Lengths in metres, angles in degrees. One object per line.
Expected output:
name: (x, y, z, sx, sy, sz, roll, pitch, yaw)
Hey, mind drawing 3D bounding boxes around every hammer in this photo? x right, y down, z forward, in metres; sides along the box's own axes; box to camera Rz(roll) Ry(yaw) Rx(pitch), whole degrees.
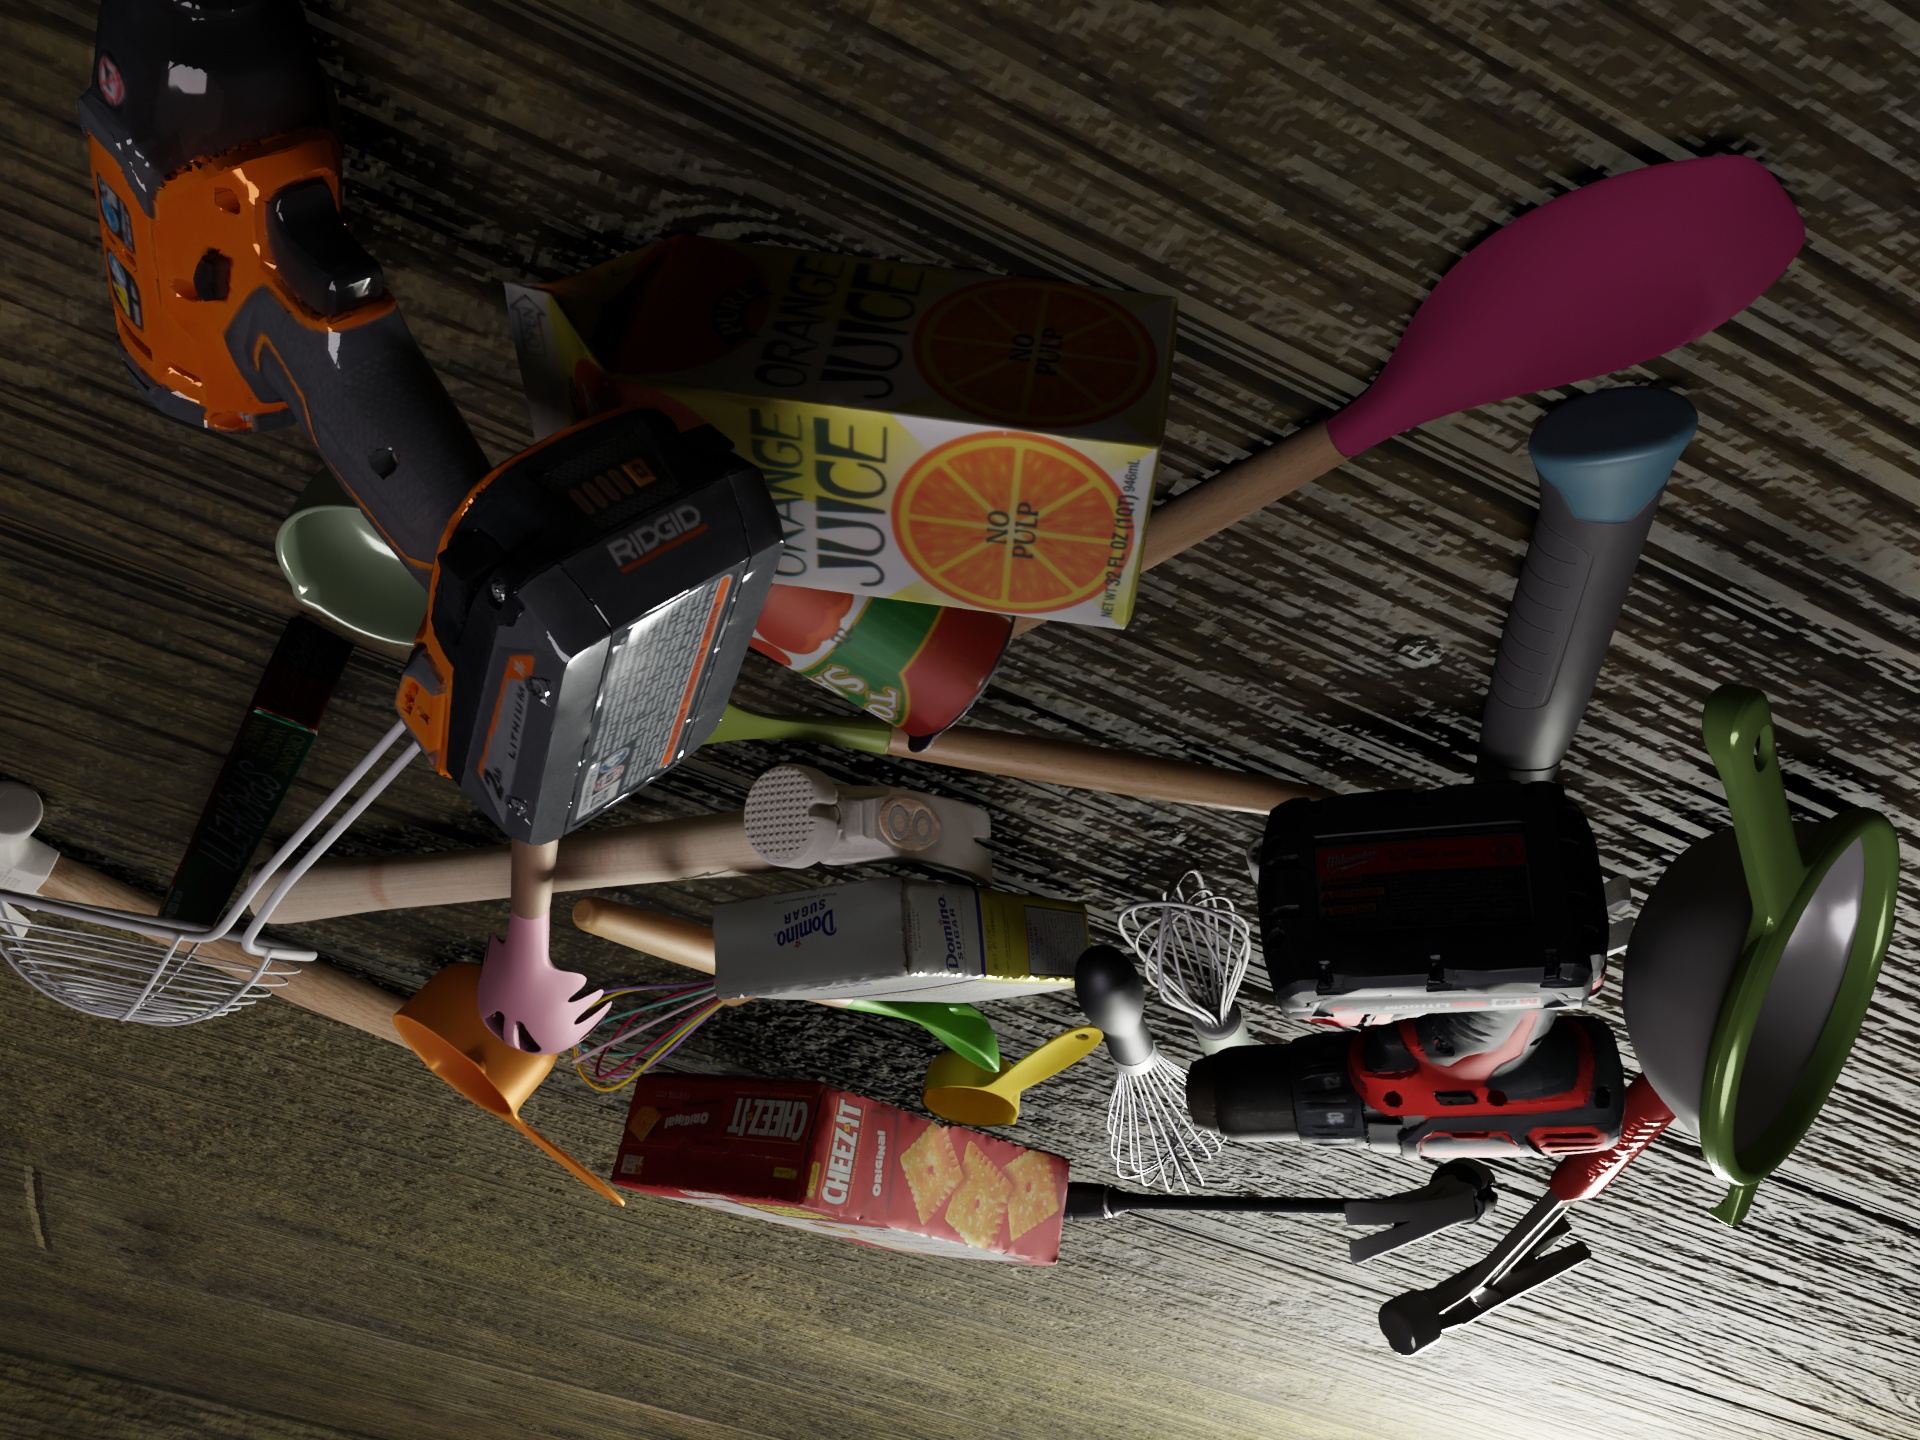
hammer: (0.333, 0.221, 0.814, 0.149, 0.037, 0.358, -17, 143, -24)
hammer: (-0.414, 0.138, 0.922, 0.331, 0.031, 0.130, 32, 139, -28)
hammer: (0.104, 0.297, 0.972, 0.409, 0.036, 0.149, -11, 169, 34)
hammer: (0.205, 0.010, 0.586, 0.128, 0.033, 0.330, 4, 144, 10)
hammer: (-0.183, 0.069, 0.745, 0.411, 0.038, 0.146, -8, 166, 32)

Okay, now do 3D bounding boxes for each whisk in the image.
whisk: (0.123, 0.142, 0.779, 0.059, 0.058, 0.246, 2, 149, 20)
whisk: (0.090, 0.177, 0.800, 0.070, 0.070, 0.284, -1, 149, 15)
whisk: (-0.138, 0.155, 0.866, 0.245, 0.047, 0.051, -27, 129, 37)

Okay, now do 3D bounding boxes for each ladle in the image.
ladle: (-0.001, -0.002, 0.623, 0.320, 0.062, 0.078, 9, 166, -11)

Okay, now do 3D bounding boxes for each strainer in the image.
strainer: (0.275, 0.065, 0.582, 0.069, 0.151, 0.256, 21, 156, 44)

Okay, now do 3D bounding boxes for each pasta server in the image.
pasta server: (-0.163, 0.051, 0.620, 0.060, 0.040, 0.316, 25, 138, 4)

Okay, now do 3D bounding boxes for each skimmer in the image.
skimmer: (-0.239, 0.009, 0.605, 0.363, 0.090, 0.127, -40, 142, 22)

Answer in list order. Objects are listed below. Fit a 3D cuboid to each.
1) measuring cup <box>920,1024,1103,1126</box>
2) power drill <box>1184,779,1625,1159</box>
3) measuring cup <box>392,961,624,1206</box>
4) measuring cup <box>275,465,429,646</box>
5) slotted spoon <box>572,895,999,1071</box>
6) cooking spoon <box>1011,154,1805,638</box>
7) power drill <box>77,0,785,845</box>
measuring cup: (0.032, 0.187, 0.881, 0.062, 0.029, 0.156, 26, 139, -20)
power drill: (0.172, 0.120, 0.649, 0.188, 0.080, 0.226, -6, 144, 17)
measuring cup: (-0.244, 0.208, 0.917, 0.173, 0.052, 0.095, 46, 148, -14)
measuring cup: (-0.187, -0.040, 0.615, 0.083, 0.038, 0.167, -9, 142, 24)
slotted spoon: (-0.067, 0.123, 0.744, 0.070, 0.031, 0.313, 25, 176, 36)
cooking spoon: (0.099, -0.078, 0.503, 0.068, 0.017, 0.319, 31, 140, -33)
power drill: (-0.150, -0.093, 0.421, 0.226, 0.084, 0.164, 47, 145, 12)
